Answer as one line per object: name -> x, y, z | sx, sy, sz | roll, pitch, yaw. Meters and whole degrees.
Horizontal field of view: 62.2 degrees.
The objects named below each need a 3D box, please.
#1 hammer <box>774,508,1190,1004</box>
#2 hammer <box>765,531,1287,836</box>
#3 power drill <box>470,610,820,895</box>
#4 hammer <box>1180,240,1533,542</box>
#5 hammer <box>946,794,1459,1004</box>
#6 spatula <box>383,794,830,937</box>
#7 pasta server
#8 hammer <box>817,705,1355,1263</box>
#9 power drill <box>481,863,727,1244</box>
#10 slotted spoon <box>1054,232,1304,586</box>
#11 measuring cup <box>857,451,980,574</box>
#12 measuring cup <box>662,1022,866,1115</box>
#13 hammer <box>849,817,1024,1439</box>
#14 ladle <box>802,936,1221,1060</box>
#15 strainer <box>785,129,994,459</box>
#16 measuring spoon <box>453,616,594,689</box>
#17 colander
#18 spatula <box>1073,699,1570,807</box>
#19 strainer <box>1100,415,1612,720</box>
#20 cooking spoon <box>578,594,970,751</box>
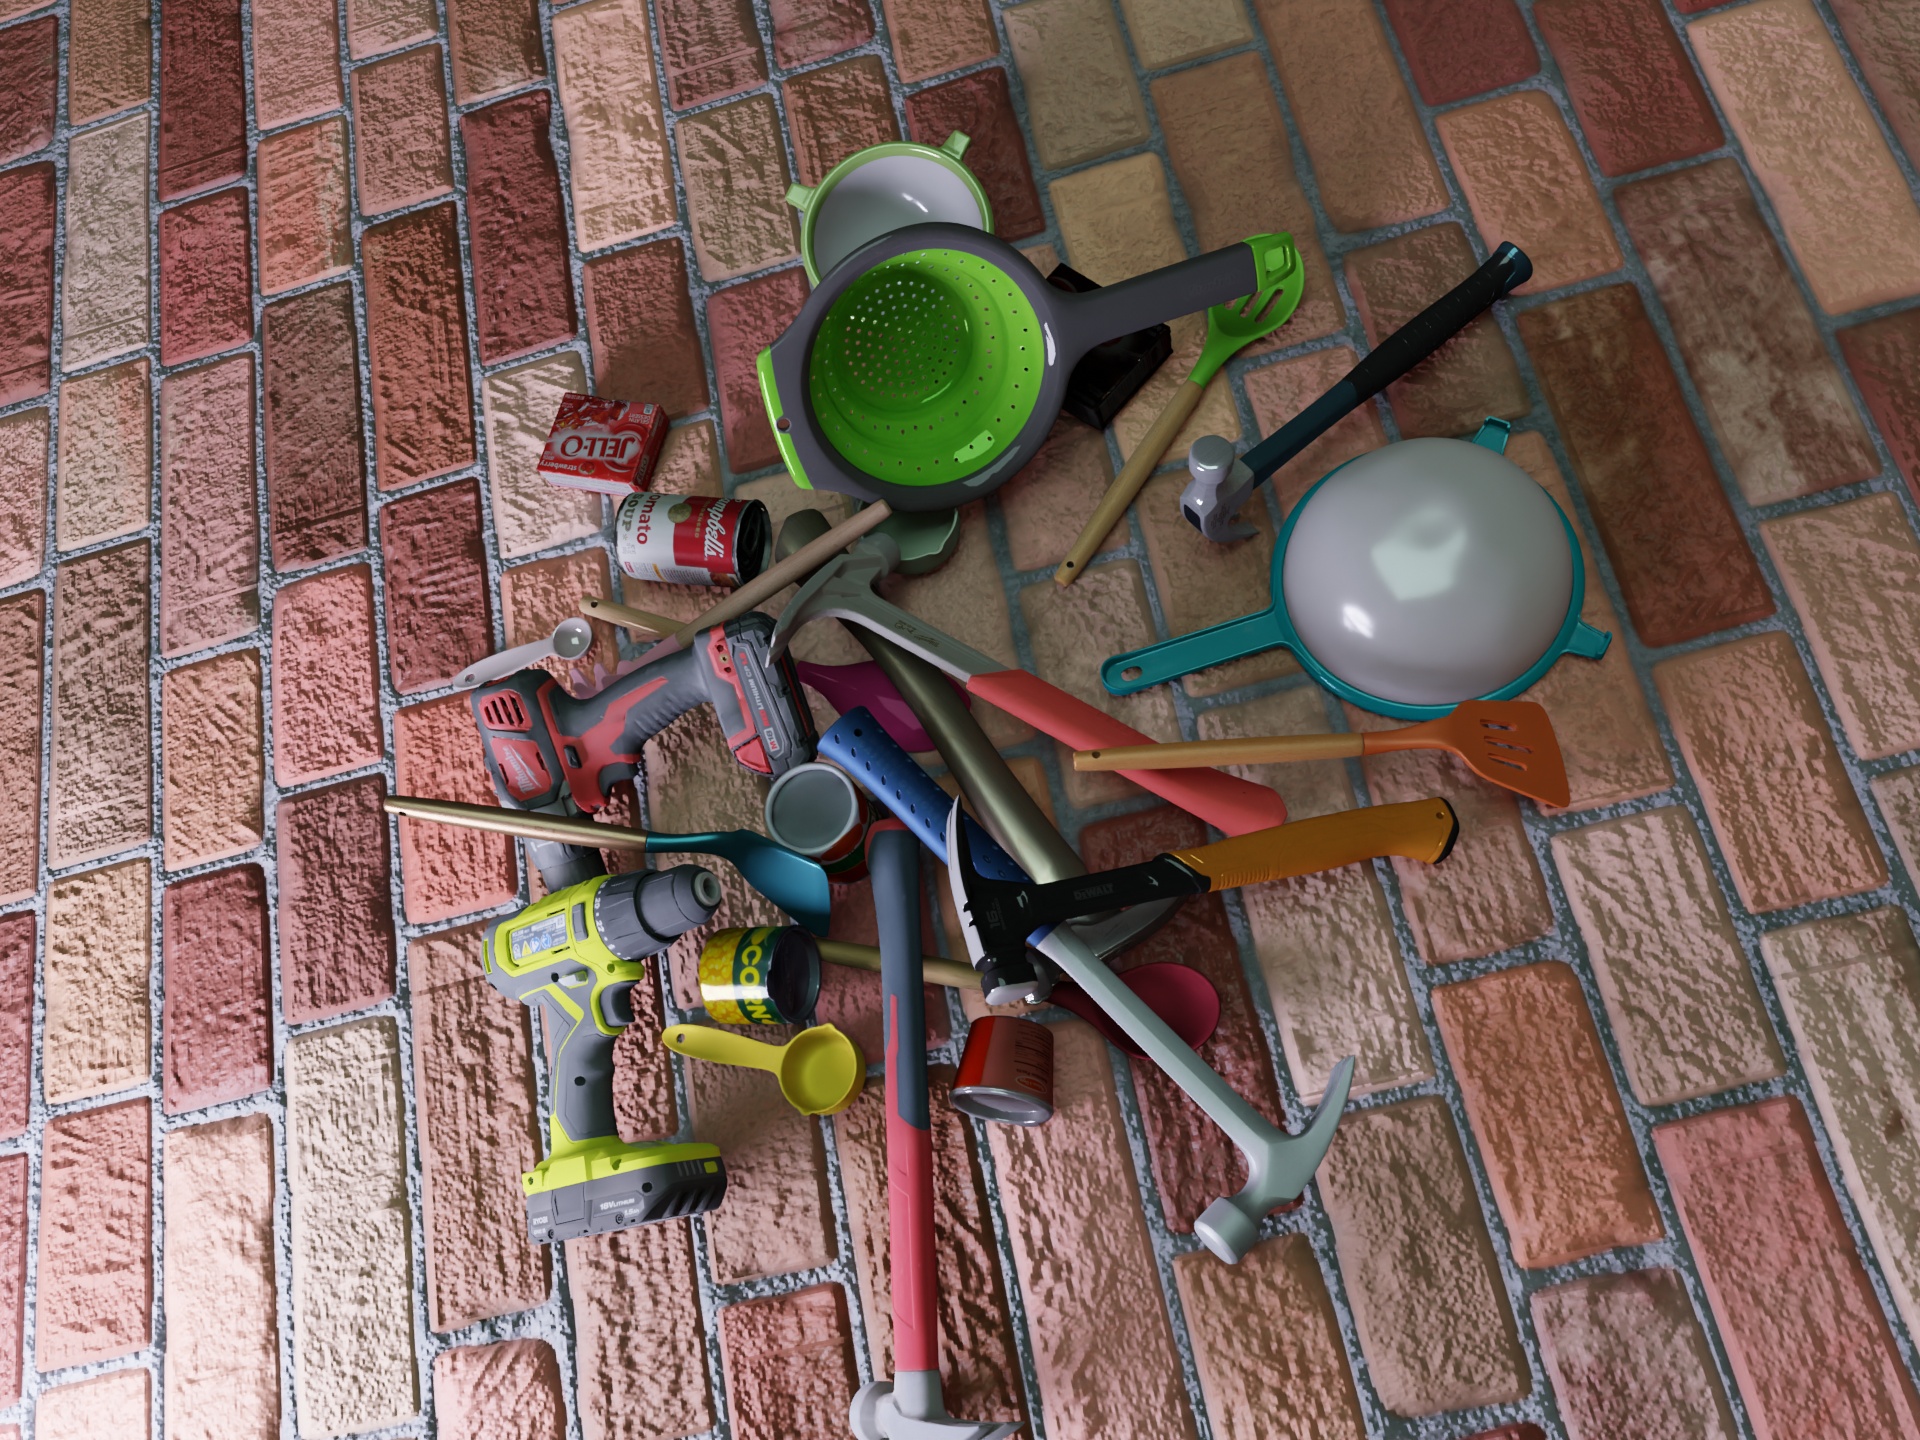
hammer -> -0.002, -0.004, 1.118 | 0.146, 0.038, 0.411 | -29, 65, -15
hammer -> 0.051, -0.006, 1.075 | 0.359, 0.036, 0.149 | 29, 45, 9
power drill -> -0.217, 0.032, 1.126 | 0.226, 0.080, 0.188 | -18, 96, 3
hammer -> 0.283, -0.238, 1.123 | 0.331, 0.128, 0.033 | -38, 68, -13
hammer -> 0.158, 0.084, 0.999 | 0.337, 0.034, 0.127 | -9, 64, -16
spatula -> -0.240, 0.086, 1.079 | 0.317, 0.082, 0.044 | 8, 49, 3
pasta server -> -0.187, -0.078, 1.164 | 0.316, 0.060, 0.040 | -31, 102, 13
hammer -> 0.068, 0.138, 0.998 | 0.144, 0.035, 0.406 | -42, 78, -18
power drill -> -0.223, 0.213, 1.045 | 0.190, 0.080, 0.229 | -21, 71, 29
slotted spoon -> 0.159, -0.230, 1.184 | 0.070, 0.031, 0.314 | 32, 81, 14
measuring cup -> -0.001, -0.171, 1.194 | 0.167, 0.038, 0.083 | -36, 66, -9
measuring cup -> -0.134, 0.230, 1.086 | 0.156, 0.029, 0.062 | 6, 71, 27
hammer -> -0.025, 0.245, 0.995 | 0.038, 0.143, 0.387 | 10, 66, -32
ladle -> 0.018, 0.175, 1.067 | 0.315, 0.031, 0.069 | 8, 58, 17
strainer -> -0.031, -0.321, 1.248 | 0.151, 0.069, 0.256 | -17, 85, 4
measuring spoon -> -0.337, -0.047, 1.234 | 0.124, 0.018, 0.034 | -19, 67, 12
colander -> 0.045, -0.288, 1.151 | 0.397, 0.204, 0.095 | -19, 32, -6
spatula -> 0.235, 0.022, 1.033 | 0.322, 0.041, 0.081 | -3, 58, 1
strainer -> 0.255, -0.093, 1.076 | 0.340, 0.095, 0.211 | -18, 68, 4
cooking spoon -> -0.144, -0.045, 1.184 | 0.319, 0.017, 0.069 | 17, 75, 15
